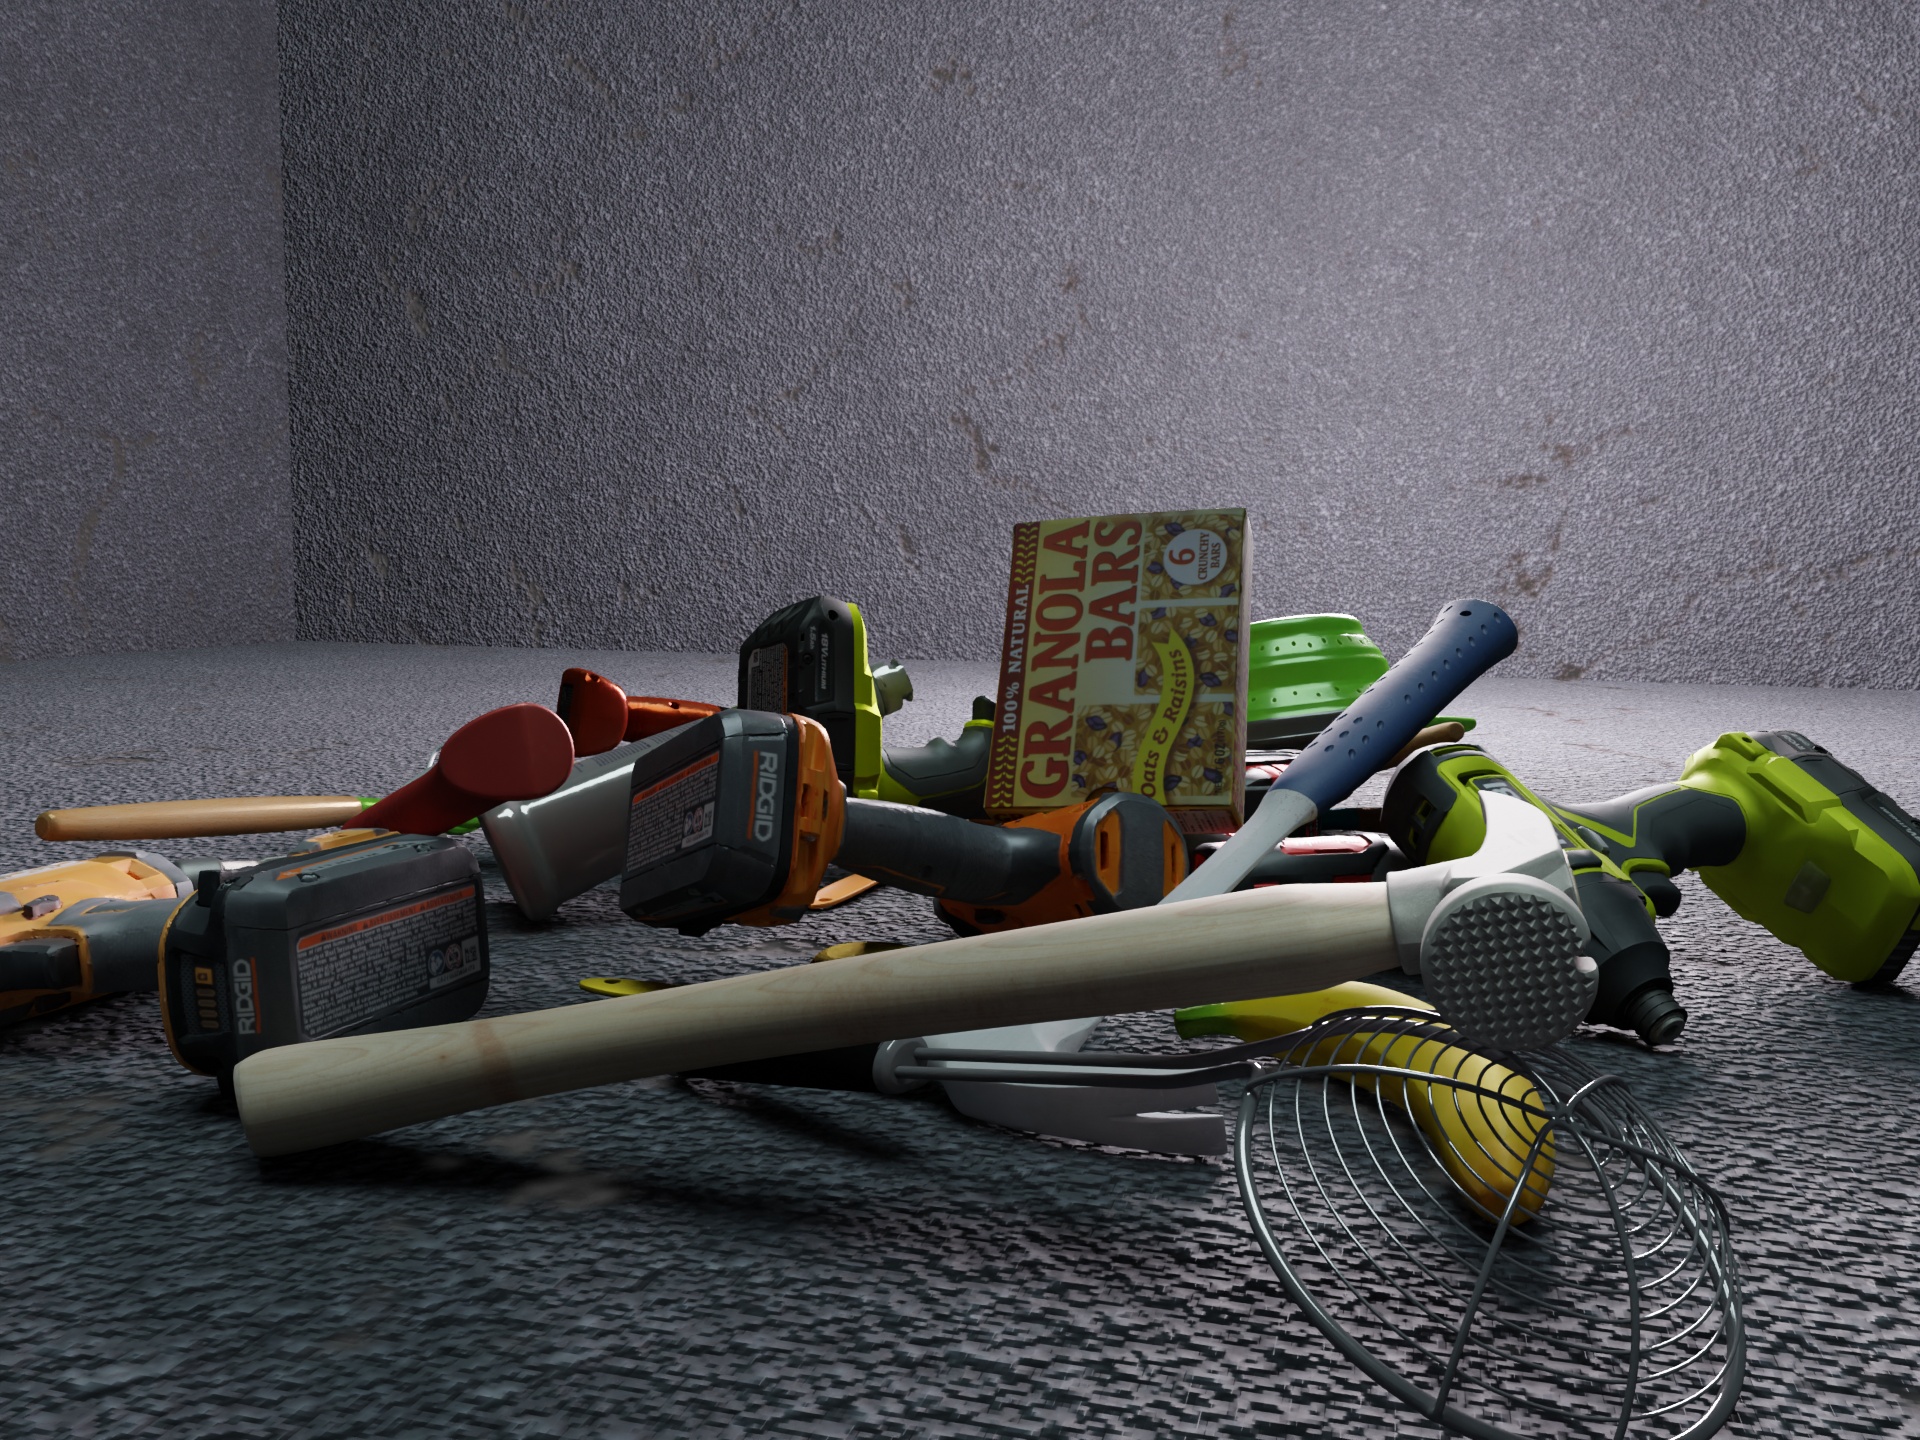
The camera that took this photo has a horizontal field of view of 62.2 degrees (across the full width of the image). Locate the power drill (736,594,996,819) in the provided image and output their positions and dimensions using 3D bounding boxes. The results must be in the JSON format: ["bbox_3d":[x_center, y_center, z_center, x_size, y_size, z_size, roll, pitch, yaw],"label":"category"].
[{"bbox_3d":[-0.001,-0.003,0.866,0.228,0.190,0.080,4,-8,-31],"label":"power drill"}]

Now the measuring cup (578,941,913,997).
[{"bbox_3d":[-0.087,0.108,0.678,0.156,0.029,0.062,4,6,6],"label":"measuring cup"}]

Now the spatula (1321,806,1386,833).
[{"bbox_3d":[0.289,0.066,1.057,0.317,0.082,0.044,3,-18,-22],"label":"spatula"}]

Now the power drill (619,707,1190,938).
[{"bbox_3d":[-0.033,0.063,0.722,0.226,0.084,0.164,12,-20,-29],"label":"power drill"}]

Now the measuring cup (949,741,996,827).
[{"bbox_3d":[0.055,0.058,1.129,0.173,0.052,0.095,19,-10,-38],"label":"measuring cup"}]

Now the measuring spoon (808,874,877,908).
[{"bbox_3d":[-0.055,0.096,0.922,0.021,0.011,0.117,4,10,27],"label":"measuring spoon"}]

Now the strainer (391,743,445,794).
[{"bbox_3d":[-0.354,0.066,1.020,0.087,0.050,0.258,-28,12,2],"label":"strainer"}]

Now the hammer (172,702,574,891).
[{"bbox_3d":[-0.254,0.049,0.739,0.149,0.037,0.359,-5,-9,-37],"label":"hammer"}]

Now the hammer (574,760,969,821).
[{"bbox_3d":[-0.168,0.051,1.043,0.331,0.031,0.130,6,-2,20],"label":"hammer"}]

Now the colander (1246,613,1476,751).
[{"bbox_3d":[0.169,-0.009,1.178,0.397,0.094,0.204,-11,-7,36],"label":"colander"}]

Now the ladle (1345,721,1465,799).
[{"bbox_3d":[0.273,0.030,1.081,0.069,0.031,0.315,6,-9,-5],"label":"ladle"}]

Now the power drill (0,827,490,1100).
[{"bbox_3d":[-0.321,0.092,0.602,0.226,0.084,0.185,-2,5,22],"label":"power drill"}]

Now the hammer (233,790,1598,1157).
[{"bbox_3d":[-0.034,0.082,0.472,0.410,0.038,0.146,-12,4,17],"label":"hammer"}]

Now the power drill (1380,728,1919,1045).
[{"bbox_3d":[0.330,0.073,0.733,0.223,0.080,0.171,-4,35,-23],"label":"power drill"}]

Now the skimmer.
[{"bbox_3d":[0.033,0.132,0.476,0.363,0.090,0.127,-8,13,42],"label":"skimmer"}]

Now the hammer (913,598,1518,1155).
[{"bbox_3d":[0.139,0.043,0.668,0.144,0.035,0.405,9,32,41],"label":"hammer"}]

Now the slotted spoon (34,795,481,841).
[{"bbox_3d":[-0.346,0.050,0.850,0.070,0.031,0.313,-23,-10,22],"label":"slotted spoon"}]

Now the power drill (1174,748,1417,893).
[{"bbox_3d":[0.174,0.073,0.856,0.143,0.078,0.220,-1,9,-7],"label":"power drill"}]
